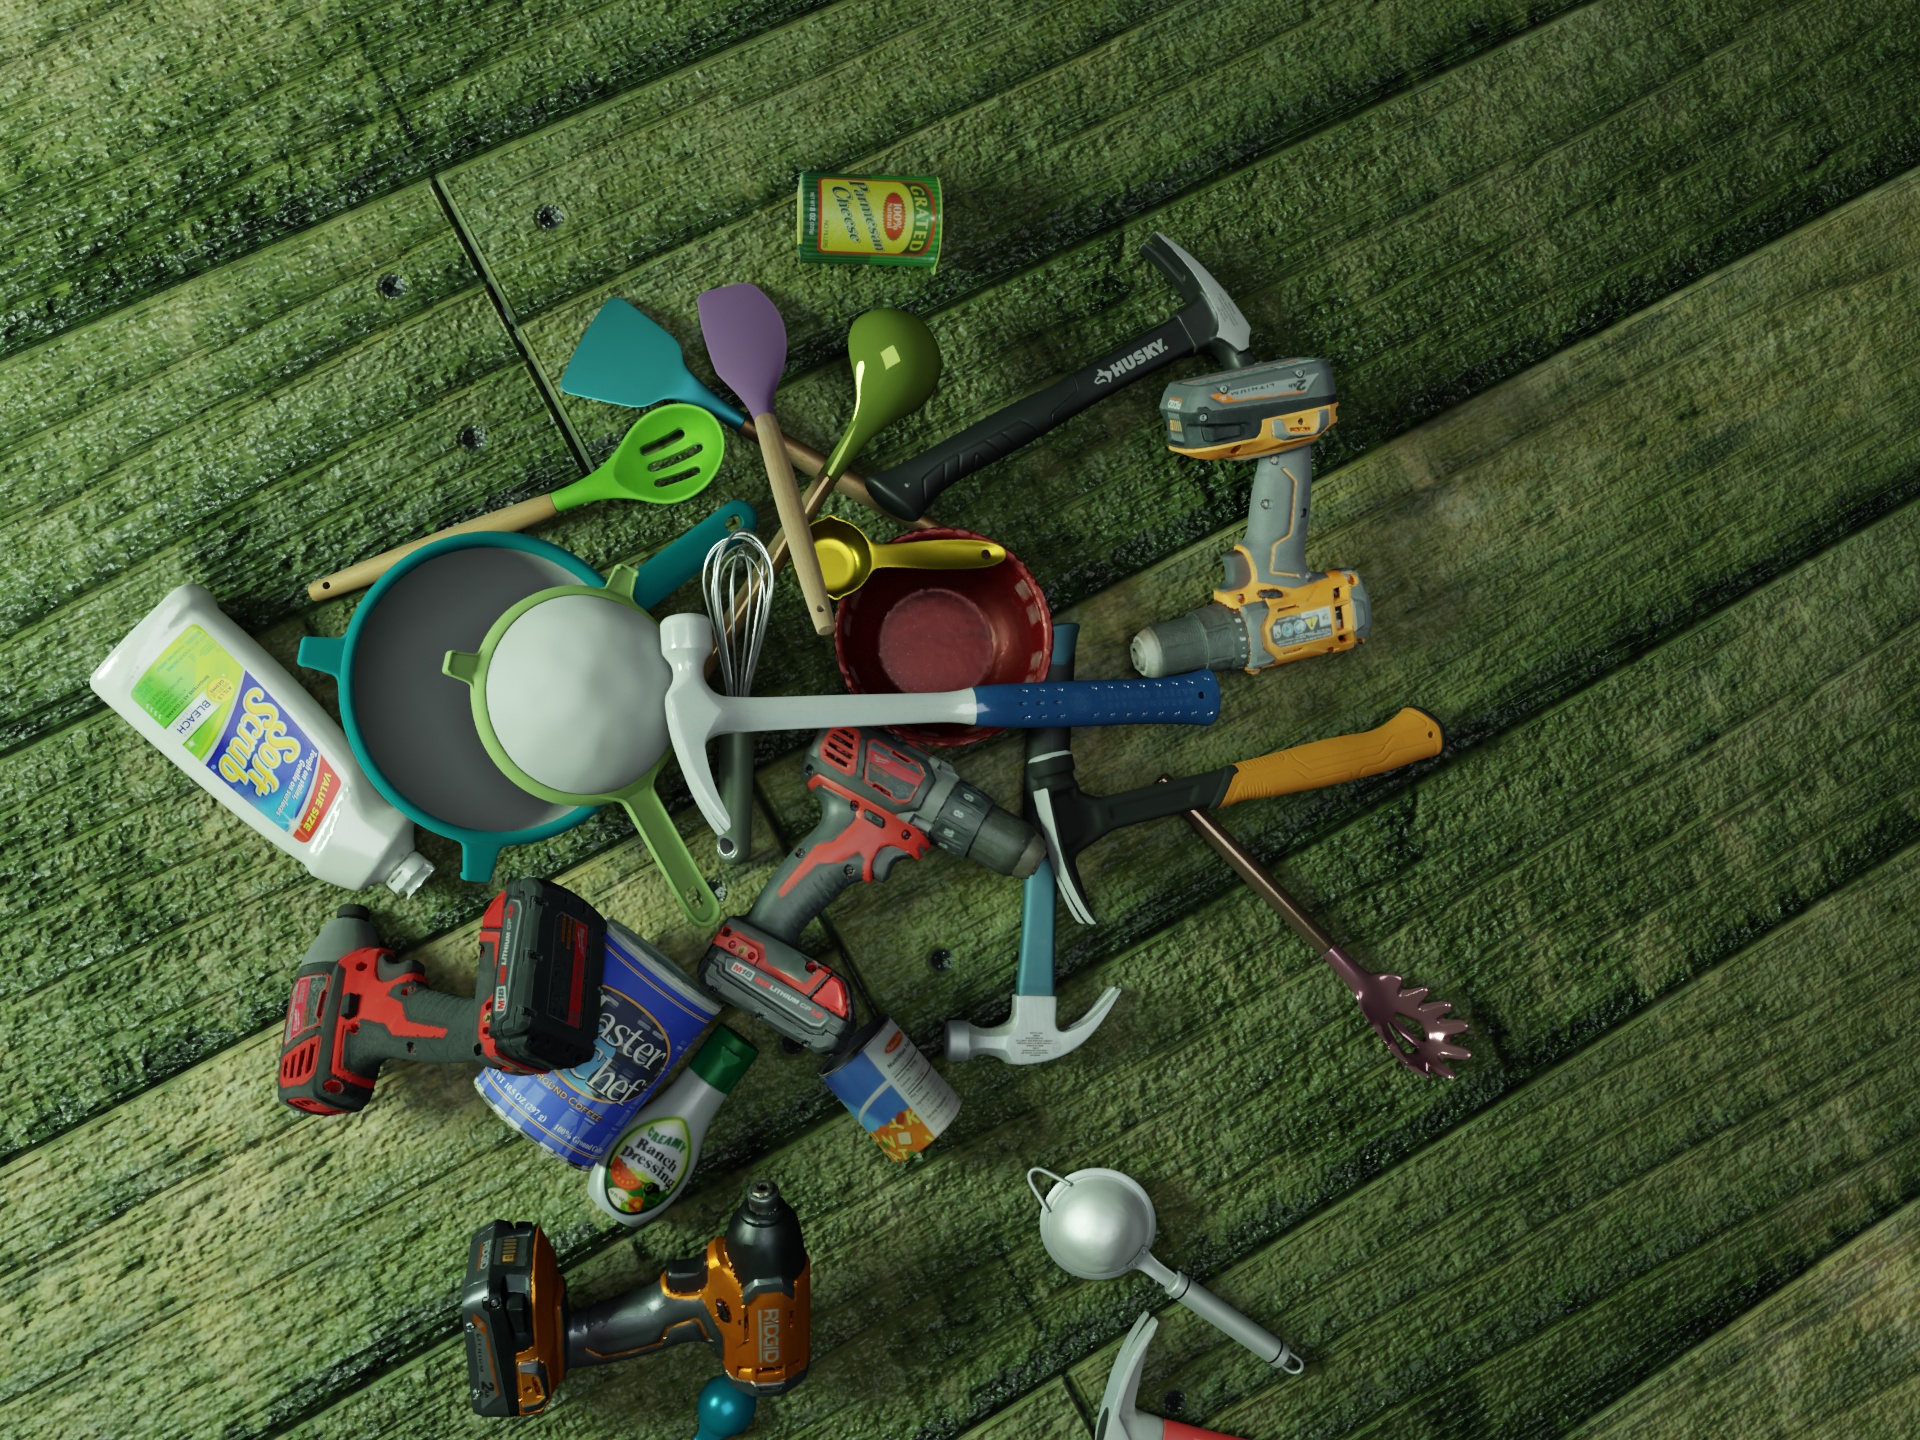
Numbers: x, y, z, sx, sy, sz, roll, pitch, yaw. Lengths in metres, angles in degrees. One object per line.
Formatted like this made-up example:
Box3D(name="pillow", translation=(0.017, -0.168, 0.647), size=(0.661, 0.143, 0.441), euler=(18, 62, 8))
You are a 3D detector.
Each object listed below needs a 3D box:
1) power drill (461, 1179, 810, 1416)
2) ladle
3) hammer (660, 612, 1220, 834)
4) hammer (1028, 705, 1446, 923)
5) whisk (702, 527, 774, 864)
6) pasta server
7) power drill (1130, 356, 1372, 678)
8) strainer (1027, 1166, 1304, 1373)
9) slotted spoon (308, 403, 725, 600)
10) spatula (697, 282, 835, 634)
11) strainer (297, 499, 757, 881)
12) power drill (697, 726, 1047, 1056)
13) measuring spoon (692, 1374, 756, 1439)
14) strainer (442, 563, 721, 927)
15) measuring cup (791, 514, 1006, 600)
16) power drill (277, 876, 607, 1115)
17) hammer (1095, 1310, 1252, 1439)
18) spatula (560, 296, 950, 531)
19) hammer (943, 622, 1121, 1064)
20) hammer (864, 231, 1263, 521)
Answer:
Box3D(name="power drill", translation=(-0.214, 0.385, 1.075), size=(0.226, 0.084, 0.164), euler=(-1, 114, -10))
Box3D(name="ladle", translation=(-0.115, -0.157, 1.156), size=(0.078, 0.062, 0.320), euler=(32, 91, -34))
Box3D(name="hammer", translation=(-0.002, -0.004, 1.106), size=(0.405, 0.035, 0.144), euler=(-2, 79, -22))
Box3D(name="hammer", translation=(0.220, 0.053, 1.201), size=(0.337, 0.034, 0.127), euler=(-13, 87, -17))
Box3D(name="whisk", translation=(-0.158, -0.014, 1.129), size=(0.058, 0.059, 0.246), euler=(11, 106, 25))
Box3D(name="pasta server", translation=(0.266, 0.155, 1.219), size=(0.316, 0.040, 0.060), euler=(45, 71, -2))
Box3D(name="power drill", translation=(0.206, -0.144, 1.193), size=(0.185, 0.084, 0.226), euler=(-14, 107, -10))
Box3D(name="strainer", translation=(0.156, 0.414, 1.180), size=(0.258, 0.050, 0.087), euler=(36, 97, -8))
Box3D(name="slotted spoon", translation=(-0.316, -0.148, 1.139), size=(0.314, 0.031, 0.070), euler=(-22, 85, -4))
Box3D(name="spatula", translation=(-0.131, -0.194, 1.127), size=(0.060, 0.018, 0.316), euler=(-14, 63, -6))
Box3D(name="strainer", translation=(-0.285, -0.055, 1.125), size=(0.340, 0.095, 0.211), euler=(-42, 108, -31))
Box3D(name="power drill", translation=(-0.063, 0.126, 1.135), size=(0.188, 0.080, 0.227), euler=(29, 78, 5))
Box3D(name="measuring spoon", translation=(-0.188, 0.525, 1.121), size=(0.042, 0.021, 0.128), euler=(33, 80, -6))
Box3D(name="strainer", translation=(-0.217, 0.027, 1.062), size=(0.151, 0.069, 0.256), euler=(-33, 102, -31))
Box3D(name="measuring cup", translation=(-0.045, -0.115, 1.141), size=(0.156, 0.029, 0.062), euler=(-3, 81, -16))
Box3D(name="power drill", translation=(-0.350, 0.177, 1.054), size=(0.219, 0.078, 0.143), euler=(-13, 60, 19))
Box3D(name="hammer", translation=(0.290, 0.560, 1.192), size=(0.386, 0.038, 0.143), euler=(17, 82, -8))
Box3D(name="spatula", translation=(-0.139, -0.208, 1.187), size=(0.317, 0.044, 0.082), euler=(29, 82, -11))
Box3D(name="hammer", translation=(0.060, 0.090, 1.191), size=(0.128, 0.033, 0.331), euler=(4, 85, -8))
Box3D(name="hammer", translation=(0.073, -0.245, 1.198), size=(0.335, 0.035, 0.146), euler=(-31, 92, -18))
